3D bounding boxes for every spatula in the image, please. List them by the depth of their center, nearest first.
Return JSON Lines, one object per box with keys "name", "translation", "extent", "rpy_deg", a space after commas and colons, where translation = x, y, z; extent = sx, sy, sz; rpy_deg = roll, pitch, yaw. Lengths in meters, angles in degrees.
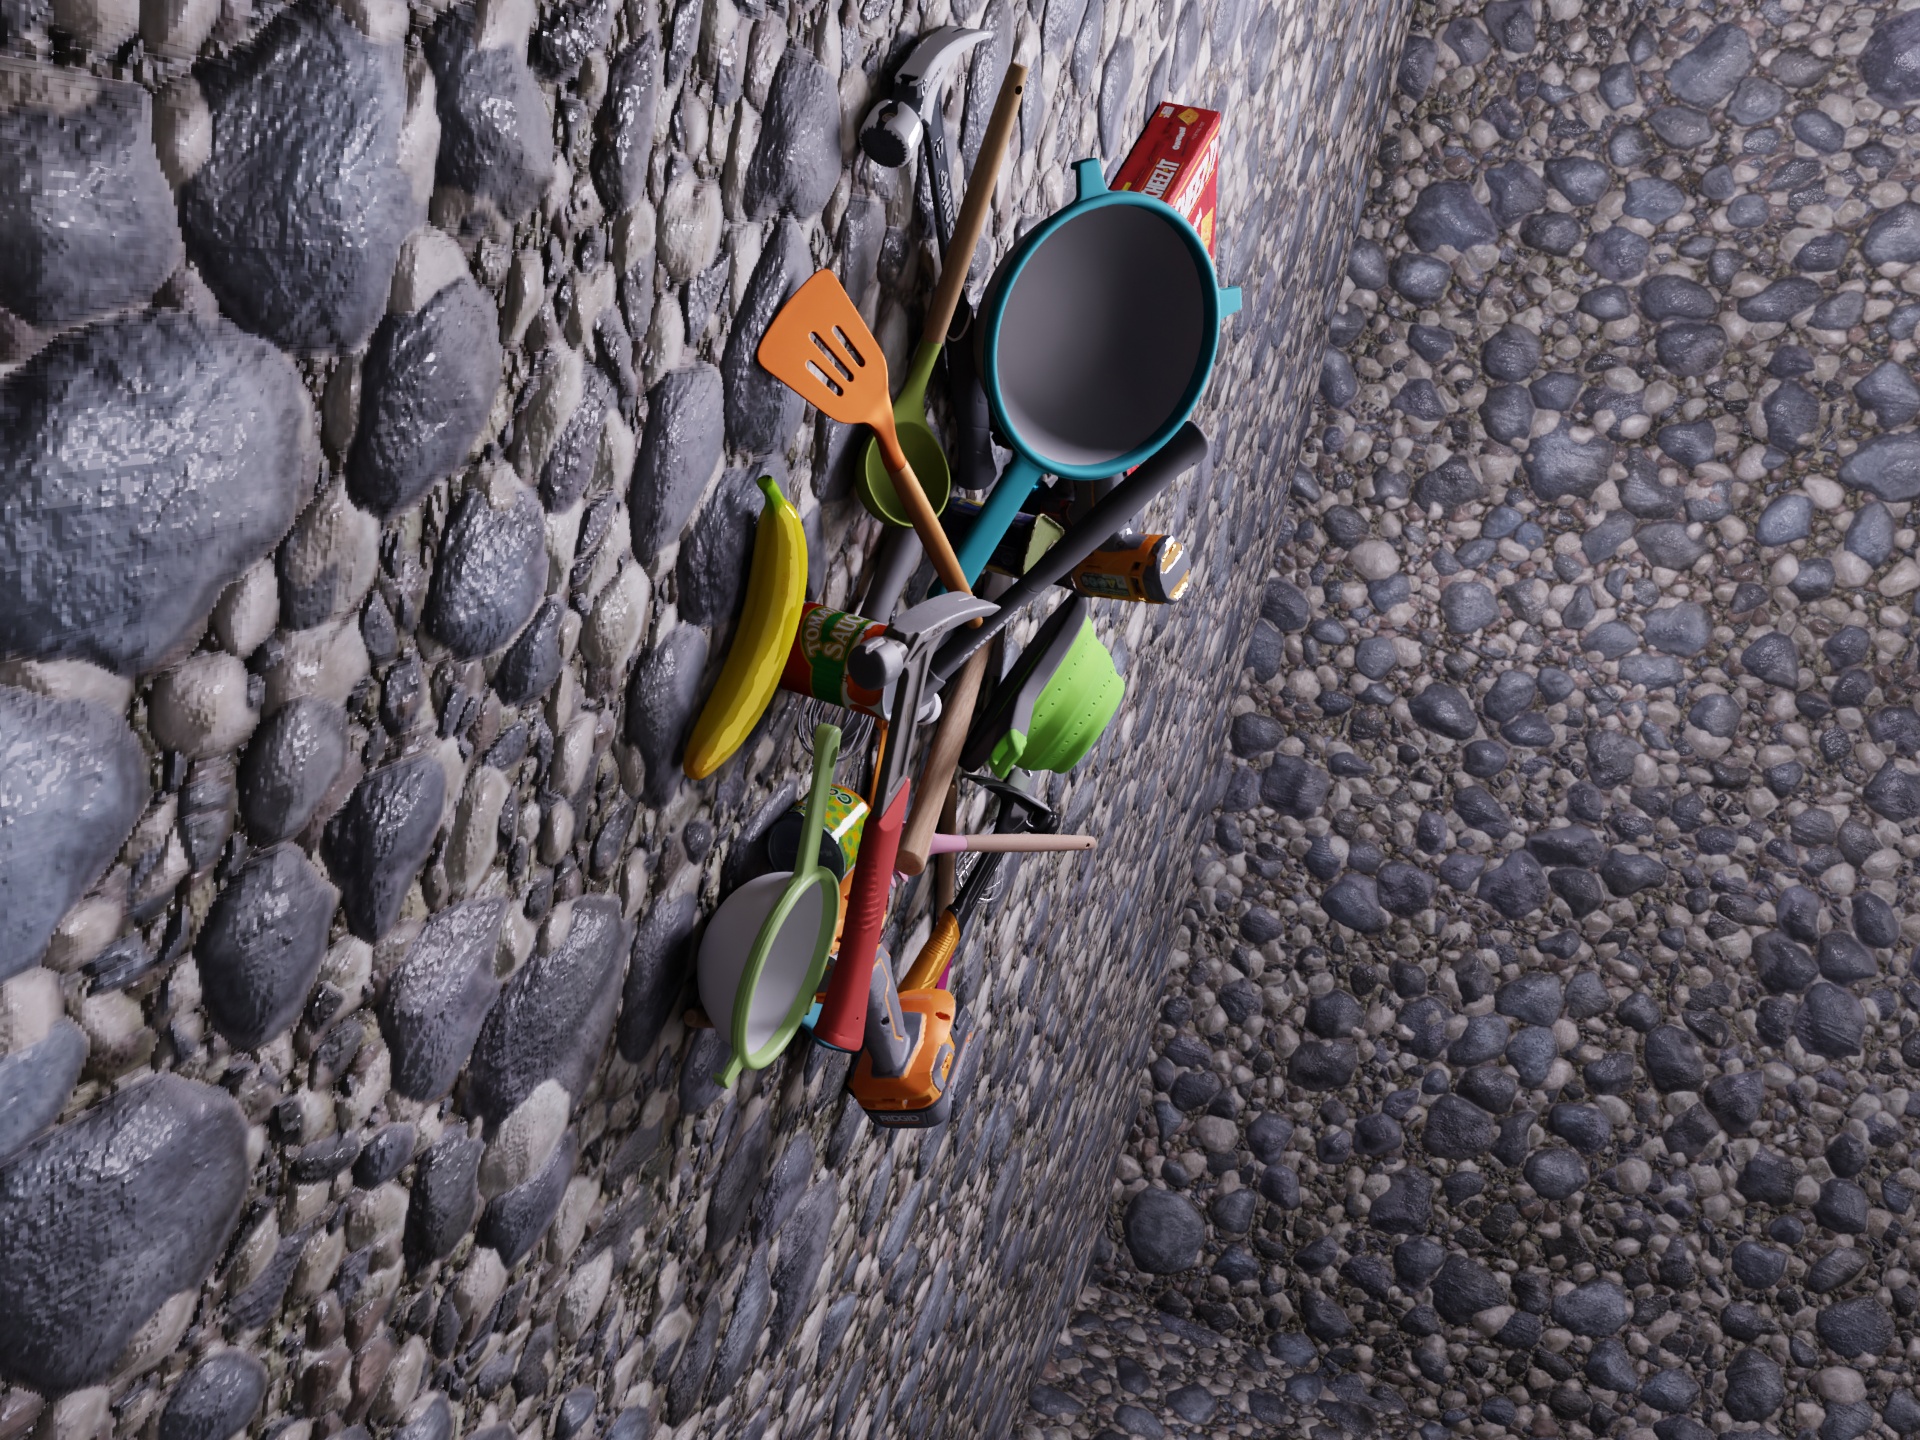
{"name": "spatula", "translation": [-0.043, -0.161, 1.083], "extent": [0.081, 0.041, 0.322], "rpy_deg": [-58, 148, -20]}
{"name": "spatula", "translation": [-0.137, 0.234, 1.273], "extent": [0.317, 0.044, 0.082], "rpy_deg": [28, 62, -71]}

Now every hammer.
{"name": "hammer", "translation": [-0.053, 0.084, 1.137], "extent": [0.149, 0.037, 0.358], "rpy_deg": [-32, 140, -53]}
{"name": "hammer", "translation": [-0.003, -0.317, 1.183], "extent": [0.408, 0.036, 0.149], "rpy_deg": [80, 31, -57]}
{"name": "hammer", "translation": [0.065, -0.118, 1.270], "extent": [0.335, 0.035, 0.146], "rpy_deg": [-41, 167, 6]}
{"name": "hammer", "translation": [-0.002, -0.004, 1.403], "extent": [0.130, 0.031, 0.332], "rpy_deg": [92, 13, -52]}
{"name": "hammer", "translation": [-0.023, 0.215, 1.538], "extent": [0.127, 0.034, 0.337], "rpy_deg": [31, 87, -42]}

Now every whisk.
{"name": "whisk", "translation": [-0.065, -0.074, 1.203], "extent": [0.055, 0.055, 0.239], "rpy_deg": [71, 36, -62]}
{"name": "whisk", "translation": [0.039, 0.116, 1.684], "extent": [0.059, 0.057, 0.246], "rpy_deg": [-44, -170, 32]}

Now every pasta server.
{"name": "pasta server", "translation": [0.025, 0.118, 1.483], "extent": [0.316, 0.040, 0.060], "rpy_deg": [4, 109, -45]}

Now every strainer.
{"name": "strainer", "translation": [-0.136, 0.117, 1.113], "extent": [0.151, 0.069, 0.256], "rpy_deg": [-33, 138, -67]}
{"name": "strainer", "translation": [0.054, -0.242, 1.210], "extent": [0.210, 0.095, 0.340], "rpy_deg": [27, 97, -39]}

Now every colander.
{"name": "colander", "translation": [0.083, 0.004, 1.441], "extent": [0.204, 0.094, 0.397], "rpy_deg": [-54, -176, 15]}

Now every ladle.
{"name": "ladle", "translation": [-0.004, -0.279, 1.082], "extent": [0.078, 0.062, 0.320], "rpy_deg": [-6, 128, -40]}

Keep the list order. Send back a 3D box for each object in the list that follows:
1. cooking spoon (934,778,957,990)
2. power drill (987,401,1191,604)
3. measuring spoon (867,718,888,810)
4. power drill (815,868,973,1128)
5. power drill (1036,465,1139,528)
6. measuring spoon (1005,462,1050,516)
{"name": "cooking spoon", "translation": [-0.016, 0.181, 1.641], "extent": [0.069, 0.017, 0.318], "rpy_deg": [-64, 162, -48]}
{"name": "power drill", "translation": [0.094, -0.204, 1.411], "extent": [0.084, 0.185, 0.226], "rpy_deg": [-51, 134, -31]}
{"name": "measuring spoon", "translation": [-0.073, 0.039, 1.348], "extent": [0.021, 0.011, 0.116], "rpy_deg": [-55, 159, -57]}
{"name": "power drill", "translation": [-0.064, 0.213, 1.328], "extent": [0.164, 0.084, 0.226], "rpy_deg": [-69, 144, -47]}
{"name": "power drill", "translation": [0.117, -0.285, 1.485], "extent": [0.143, 0.078, 0.219], "rpy_deg": [-55, 145, -44]}
{"name": "measuring spoon", "translation": [0.067, -0.219, 1.510], "extent": [0.128, 0.021, 0.042], "rpy_deg": [26, 82, -72]}
